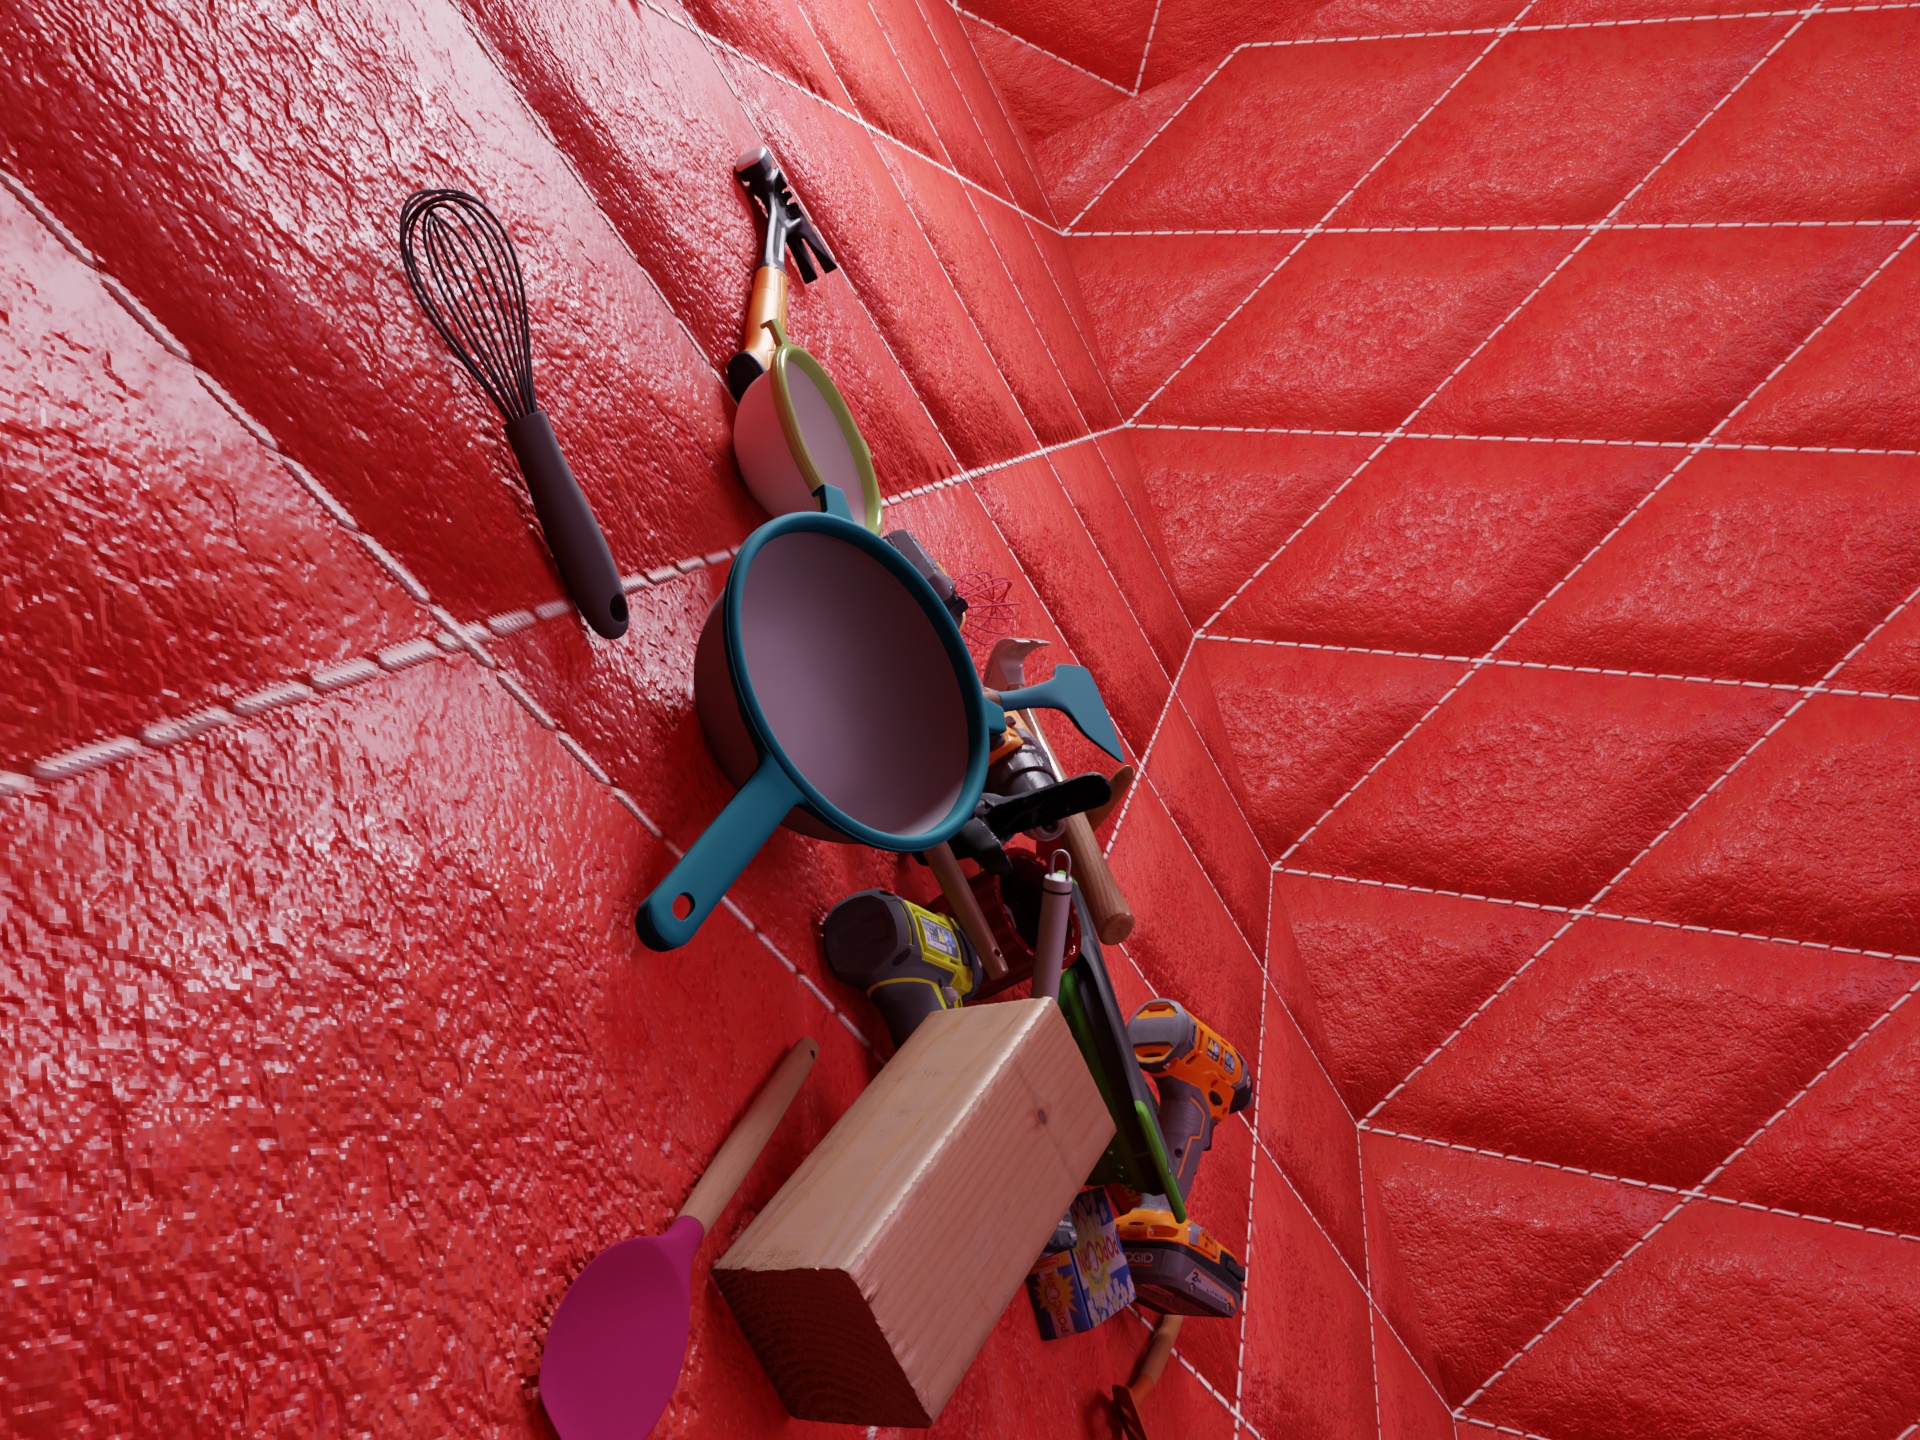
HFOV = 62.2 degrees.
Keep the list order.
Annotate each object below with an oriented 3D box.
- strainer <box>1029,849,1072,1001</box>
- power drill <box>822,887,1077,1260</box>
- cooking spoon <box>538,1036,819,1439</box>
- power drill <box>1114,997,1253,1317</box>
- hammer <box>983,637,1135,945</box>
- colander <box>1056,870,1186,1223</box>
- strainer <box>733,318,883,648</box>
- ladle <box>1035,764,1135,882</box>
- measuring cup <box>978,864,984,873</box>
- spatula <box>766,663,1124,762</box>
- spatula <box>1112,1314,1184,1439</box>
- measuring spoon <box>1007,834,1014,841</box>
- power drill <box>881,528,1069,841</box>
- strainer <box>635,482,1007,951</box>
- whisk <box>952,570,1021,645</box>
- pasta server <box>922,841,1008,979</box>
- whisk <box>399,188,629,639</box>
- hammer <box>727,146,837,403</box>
[{"bbox_3d":[0.051,0.211,1.066,0.050,0.087,0.258,-7,106,-54],"label":"strainer"},{"bbox_3d":[-0.005,0.225,0.986,0.171,0.080,0.223,39,31,-61],"label":"power drill"},{"bbox_3d":[-0.115,0.219,0.726,0.068,0.017,0.319,65,17,-8],"label":"cooking spoon"},{"bbox_3d":[0.189,0.362,1.301,0.164,0.084,0.227,40,50,-41],"label":"power drill"},{"bbox_3d":[0.076,0.050,1.304,0.332,0.031,0.130,-112,-151,-47],"label":"hammer"},{"bbox_3d":[0.079,0.236,1.238,0.397,0.094,0.204,-103,172,-66],"label":"colander"},{"bbox_3d":[-0.112,-0.144,1.101,0.151,0.069,0.257,50,25,-49],"label":"strainer"},{"bbox_3d":[0.107,0.086,1.342,0.315,0.031,0.069,112,-38,-71],"label":"ladle"},{"bbox_3d":[0.030,0.111,1.229,0.156,0.029,0.062,83,17,-44],"label":"measuring cup"},{"bbox_3d":[-0.002,-0.004,1.096,0.317,0.044,0.082,-4,65,-37],"label":"spatula"},{"bbox_3d":[0.155,0.502,1.230,0.322,0.041,0.081,4,66,-74],"label":"spatula"},{"bbox_3d":[0.044,0.079,1.400,0.128,0.021,0.042,-21,87,-82],"label":"measuring spoon"},{"bbox_3d":[0.002,-0.018,1.212,0.226,0.084,0.186,56,1,-32],"label":"power drill"},{"bbox_3d":[-0.108,0.024,0.896,0.211,0.095,0.340,53,38,-15],"label":"strainer"},{"bbox_3d":[-0.014,-0.097,1.400,0.296,0.073,0.073,-13,83,-69],"label":"whisk"},{"bbox_3d":[-0.040,0.030,1.070,0.060,0.040,0.316,-5,59,-43],"label":"pasta server"},{"bbox_3d":[-0.219,-0.152,0.805,0.055,0.055,0.239,-63,135,-69],"label":"whisk"},{"bbox_3d":[-0.151,-0.343,1.289,0.127,0.034,0.337,56,21,-37],"label":"hammer"}]
